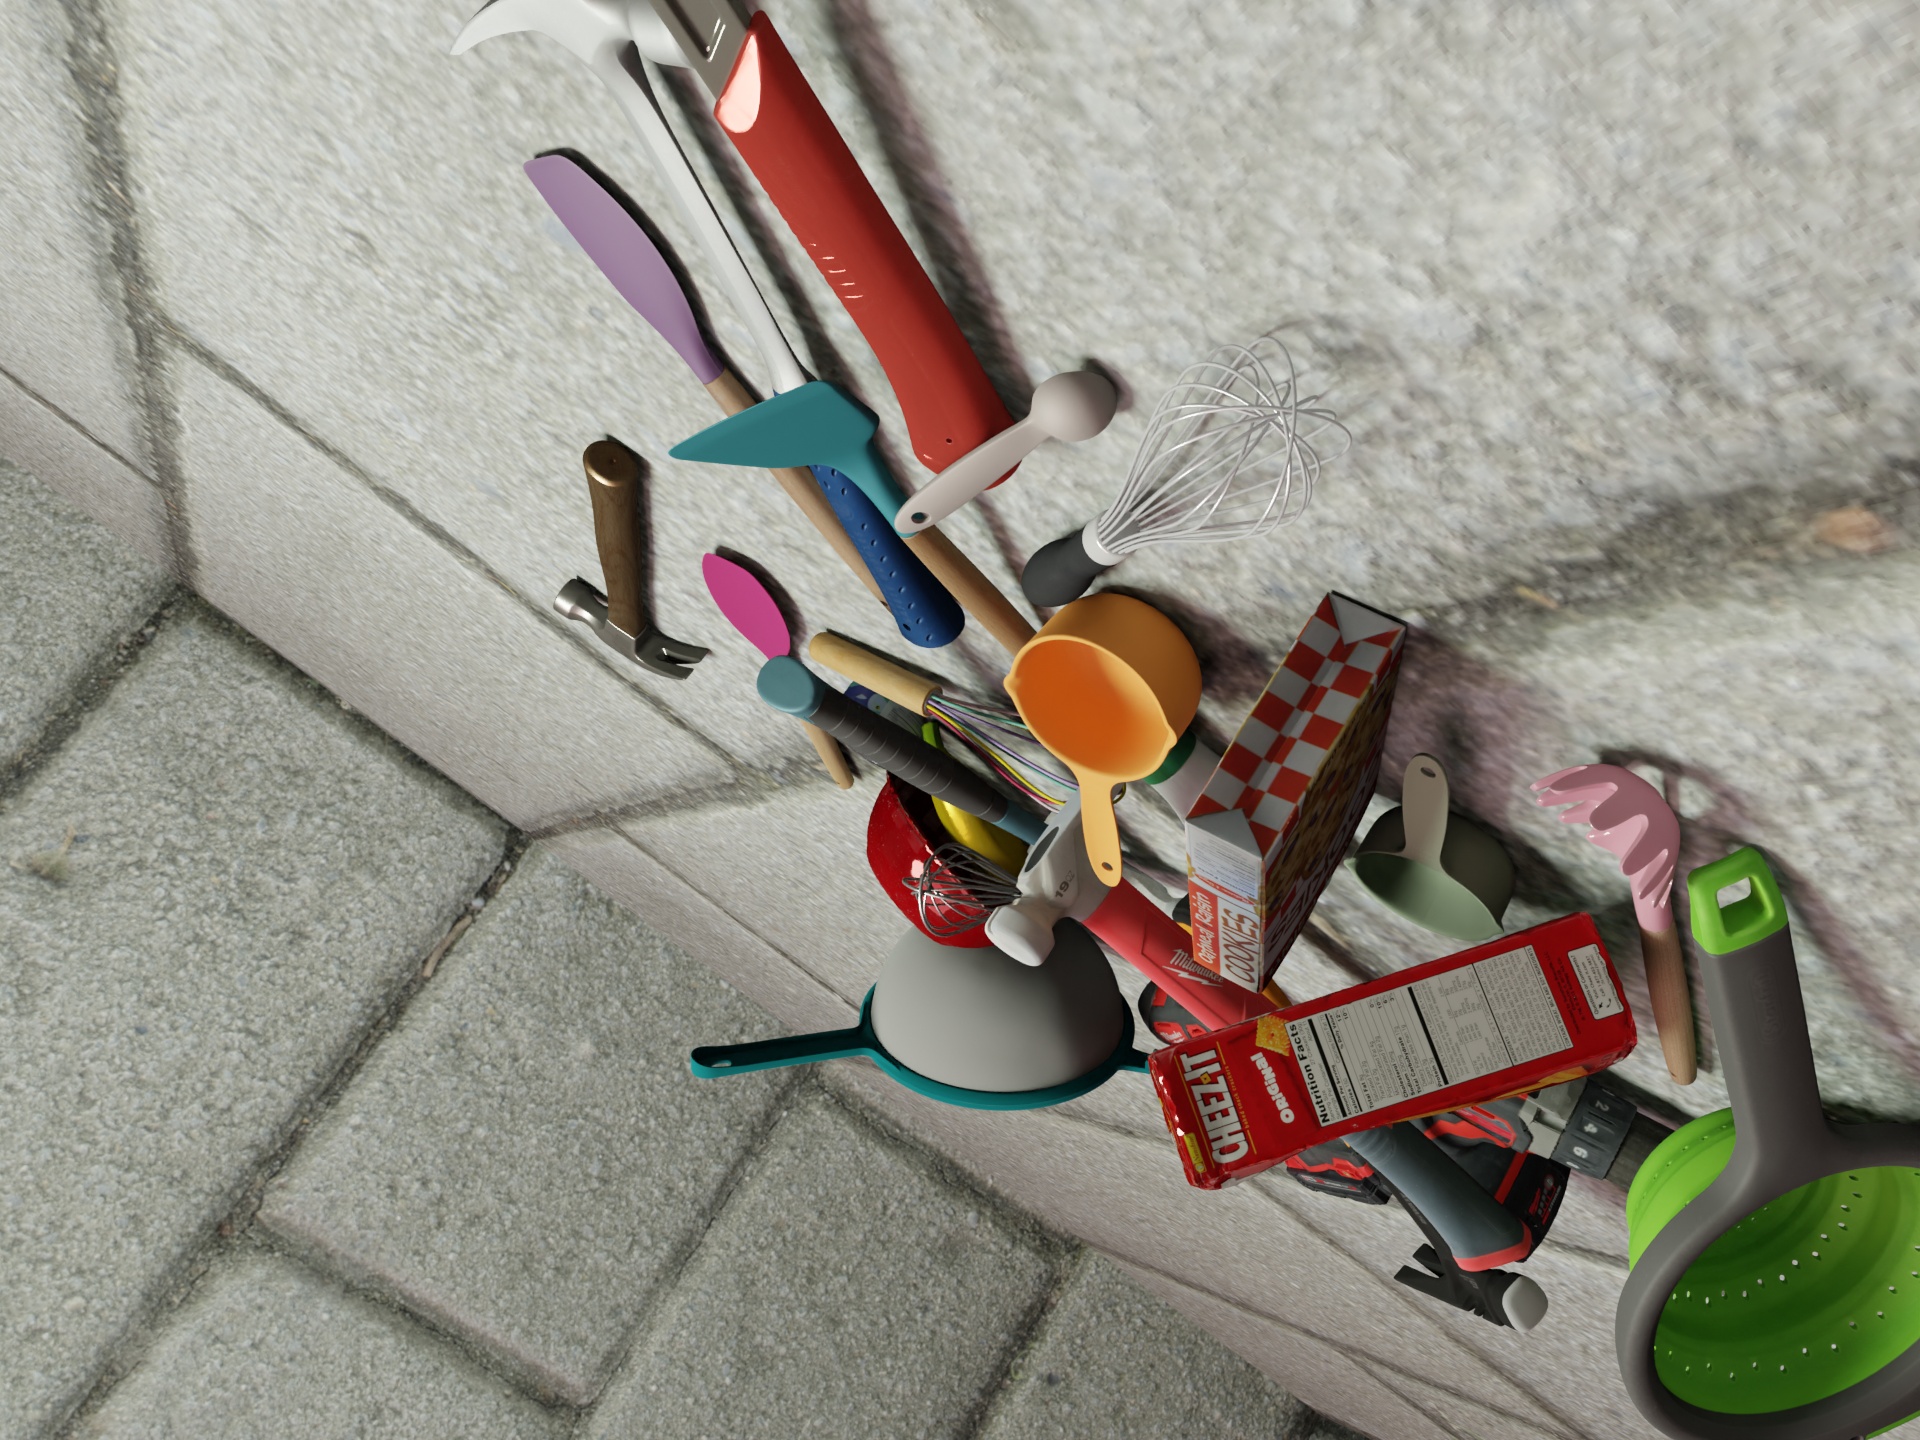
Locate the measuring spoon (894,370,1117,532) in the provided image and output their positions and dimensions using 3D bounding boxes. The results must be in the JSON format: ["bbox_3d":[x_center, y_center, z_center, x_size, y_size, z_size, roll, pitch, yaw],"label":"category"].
[{"bbox_3d":[0.015,-0.104,0.662,0.034,0.018,0.124,24,140,-37],"label":"measuring spoon"}]

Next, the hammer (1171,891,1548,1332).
[{"bbox_3d":[0.239,0.244,1.016,0.337,0.034,0.127,53,161,-8],"label":"hammer"}]

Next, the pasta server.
[{"bbox_3d":[0.318,0.108,0.738,0.060,0.040,0.315,54,180,43],"label":"pasta server"}]

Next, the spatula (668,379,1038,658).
[{"bbox_3d":[-0.012,-0.072,0.775,0.082,0.044,0.317,-19,144,24],"label":"spatula"}]

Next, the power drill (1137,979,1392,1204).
[{"bbox_3d":[0.231,0.265,1.200,0.219,0.078,0.143,41,160,-11],"label":"power drill"}]

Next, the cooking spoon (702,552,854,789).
[{"bbox_3d":[-0.121,-0.027,1.154,0.069,0.017,0.318,26,159,24],"label":"cooking spoon"}]

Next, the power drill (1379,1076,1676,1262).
[{"bbox_3d":[0.358,0.269,1.006,0.188,0.080,0.226,26,156,23],"label":"power drill"}]

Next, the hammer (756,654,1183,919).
[{"bbox_3d":[0.012,0.048,0.979,0.330,0.033,0.128,32,179,-35],"label":"hammer"}]

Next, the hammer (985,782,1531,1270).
[{"bbox_3d":[0.197,0.181,0.924,0.386,0.143,0.038,40,161,-12],"label":"hammer"}]

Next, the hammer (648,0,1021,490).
[{"bbox_3d":[-0.051,-0.203,0.556,0.149,0.037,0.358,-8,148,24],"label":"hammer"}]

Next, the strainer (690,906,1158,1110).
[{"bbox_3d":[-0.031,0.199,1.182,0.211,0.340,0.095,-129,37,-59],"label":"strainer"}]

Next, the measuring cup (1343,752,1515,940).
[{"bbox_3d":[0.225,0.049,0.748,0.083,0.038,0.167,24,156,27],"label":"measuring cup"}]

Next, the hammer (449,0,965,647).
[{"bbox_3d":[-0.085,-0.166,0.738,0.144,0.035,0.405,21,157,32],"label":"hammer"}]

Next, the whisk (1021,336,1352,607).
[{"bbox_3d":[0.074,-0.082,0.655,0.070,0.070,0.284,37,165,-7],"label":"whisk"}]

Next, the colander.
[{"bbox_3d":[0.380,0.200,0.769,0.095,0.204,0.396,-110,-5,-62],"label":"colander"}]

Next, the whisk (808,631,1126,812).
[{"bbox_3d":[-0.003,-0.003,0.986,0.245,0.047,0.051,27,161,30],"label":"whisk"}]

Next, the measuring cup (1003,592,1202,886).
[{"bbox_3d":[0.080,0.011,0.808,0.095,0.052,0.173,18,139,28],"label":"measuring cup"}]

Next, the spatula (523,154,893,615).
[{"bbox_3d":[-0.111,-0.160,0.821,0.060,0.018,0.315,12,151,45],"label":"spatula"}]

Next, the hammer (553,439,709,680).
[{"bbox_3d":[-0.239,-0.109,1.129,0.130,0.031,0.331,34,161,2],"label":"hammer"}]

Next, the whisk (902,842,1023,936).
[{"bbox_3d":[0.042,0.117,1.065,0.058,0.059,0.246,4,175,34],"label":"whisk"}]
